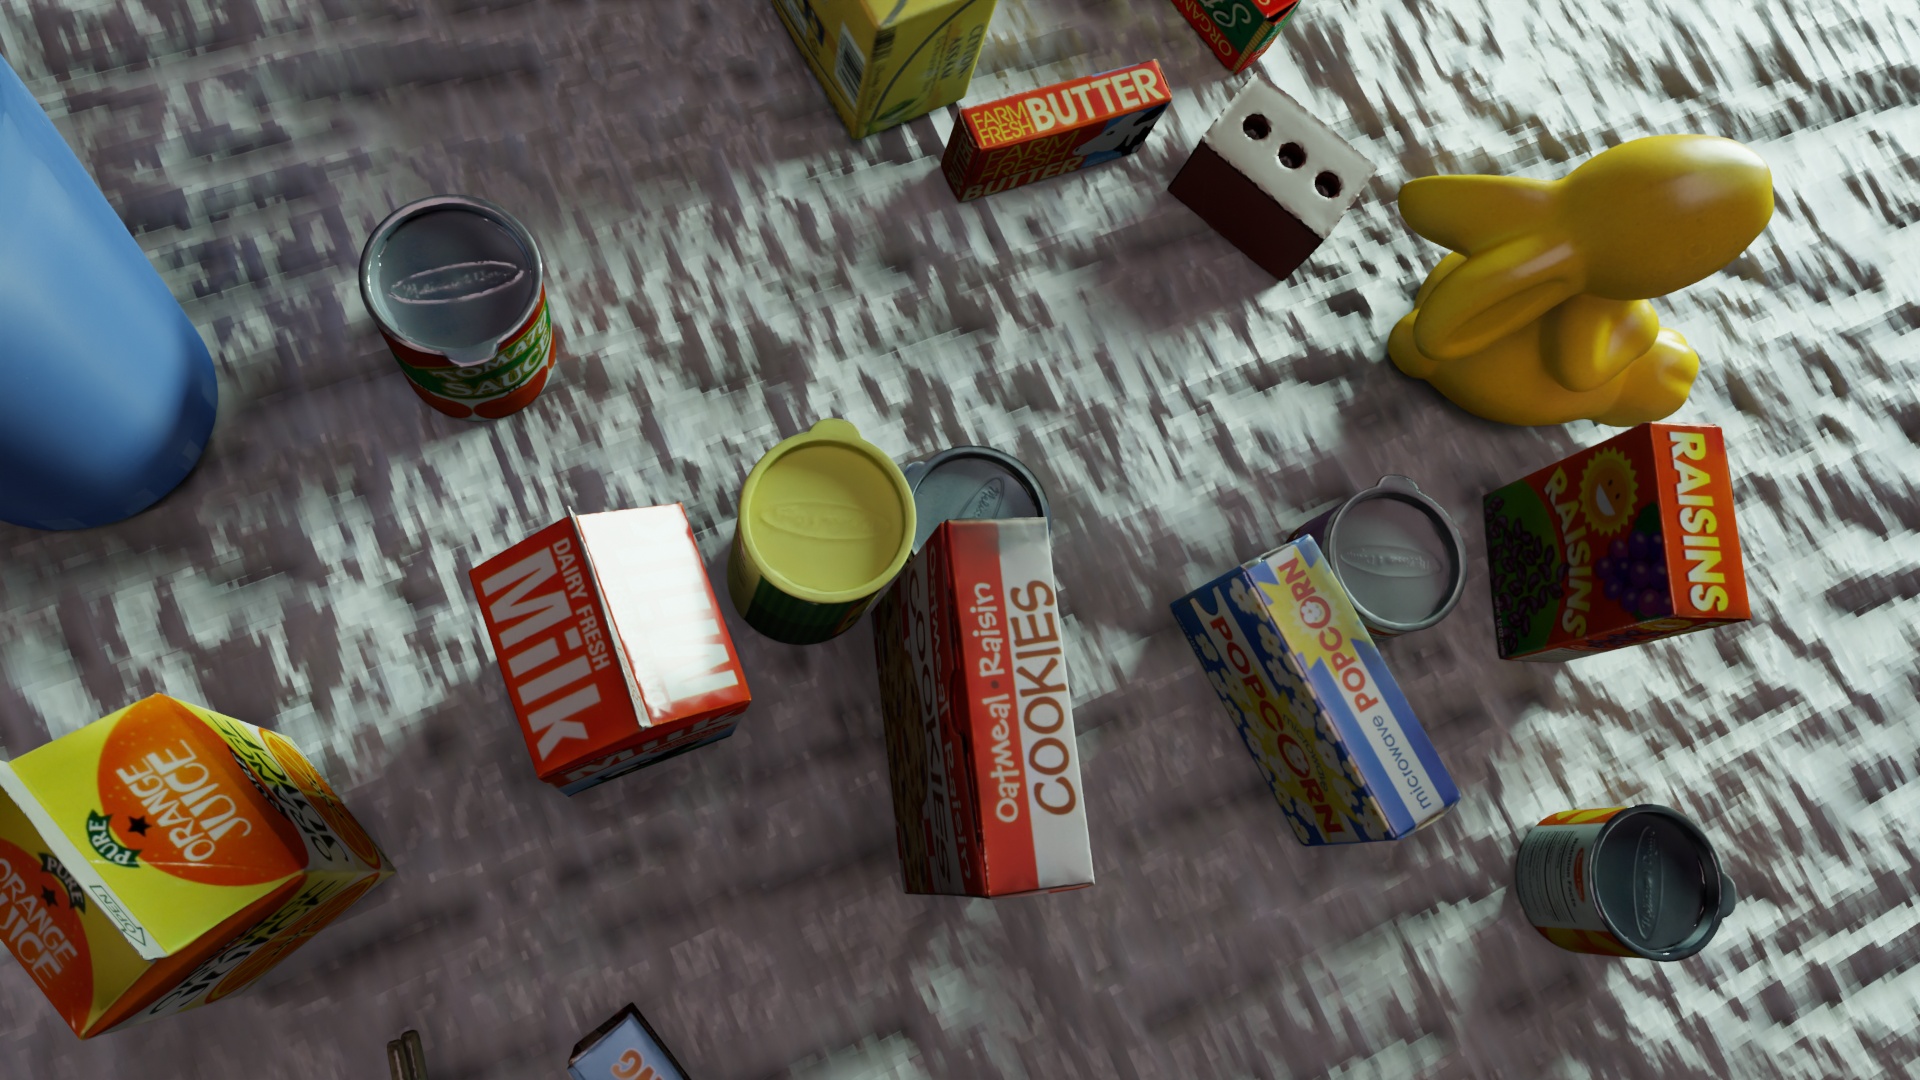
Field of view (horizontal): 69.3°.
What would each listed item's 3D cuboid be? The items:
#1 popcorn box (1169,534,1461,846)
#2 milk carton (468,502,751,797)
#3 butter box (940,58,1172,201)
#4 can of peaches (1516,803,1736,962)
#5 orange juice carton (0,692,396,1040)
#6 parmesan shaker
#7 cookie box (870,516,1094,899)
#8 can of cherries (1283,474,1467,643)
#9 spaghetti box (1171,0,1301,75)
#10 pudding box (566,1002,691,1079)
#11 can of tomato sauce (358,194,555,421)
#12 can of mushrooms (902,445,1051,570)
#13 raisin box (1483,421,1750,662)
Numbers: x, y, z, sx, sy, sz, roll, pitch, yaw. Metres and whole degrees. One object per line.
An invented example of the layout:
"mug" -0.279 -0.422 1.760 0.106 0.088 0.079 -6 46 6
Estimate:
"popcorn box" 0.149 0.068 0.599 0.038 0.085 0.127 -26 83 -16
"milk carton" -0.122 0.042 0.493 0.073 0.190 0.072 -19 81 -16
"butter box" 0.045 -0.194 0.660 0.104 0.053 0.024 -19 81 -16
"can of peaches" 0.296 0.154 0.623 0.071 0.058 0.071 3 76 -11
"orange juice carton" -0.251 0.104 0.449 0.073 0.192 0.072 -39 87 -17
"parmesan shaker" -0.059 0.000 0.563 0.071 0.103 0.071 3 76 -11
"cookie box" 0.001 0.070 0.524 0.040 0.167 0.123 -4 78 -13
"can of cherries" 0.187 0.011 0.635 0.071 0.058 0.071 3 76 -11
"spaghetti box" 0.080 -0.348 0.708 0.029 0.050 0.250 -37 86 -17
"pudding box" -0.112 0.218 0.525 0.030 0.049 0.084 -38 86 -17
"can of tomato sauce" -0.200 -0.090 0.566 0.071 0.083 0.071 3 76 -11
"can of mushrooms" 0.002 -0.008 0.614 0.071 0.033 0.071 3 76 -11
"raisin box" 0.290 0.005 0.625 0.040 0.123 0.086 3 76 -11
